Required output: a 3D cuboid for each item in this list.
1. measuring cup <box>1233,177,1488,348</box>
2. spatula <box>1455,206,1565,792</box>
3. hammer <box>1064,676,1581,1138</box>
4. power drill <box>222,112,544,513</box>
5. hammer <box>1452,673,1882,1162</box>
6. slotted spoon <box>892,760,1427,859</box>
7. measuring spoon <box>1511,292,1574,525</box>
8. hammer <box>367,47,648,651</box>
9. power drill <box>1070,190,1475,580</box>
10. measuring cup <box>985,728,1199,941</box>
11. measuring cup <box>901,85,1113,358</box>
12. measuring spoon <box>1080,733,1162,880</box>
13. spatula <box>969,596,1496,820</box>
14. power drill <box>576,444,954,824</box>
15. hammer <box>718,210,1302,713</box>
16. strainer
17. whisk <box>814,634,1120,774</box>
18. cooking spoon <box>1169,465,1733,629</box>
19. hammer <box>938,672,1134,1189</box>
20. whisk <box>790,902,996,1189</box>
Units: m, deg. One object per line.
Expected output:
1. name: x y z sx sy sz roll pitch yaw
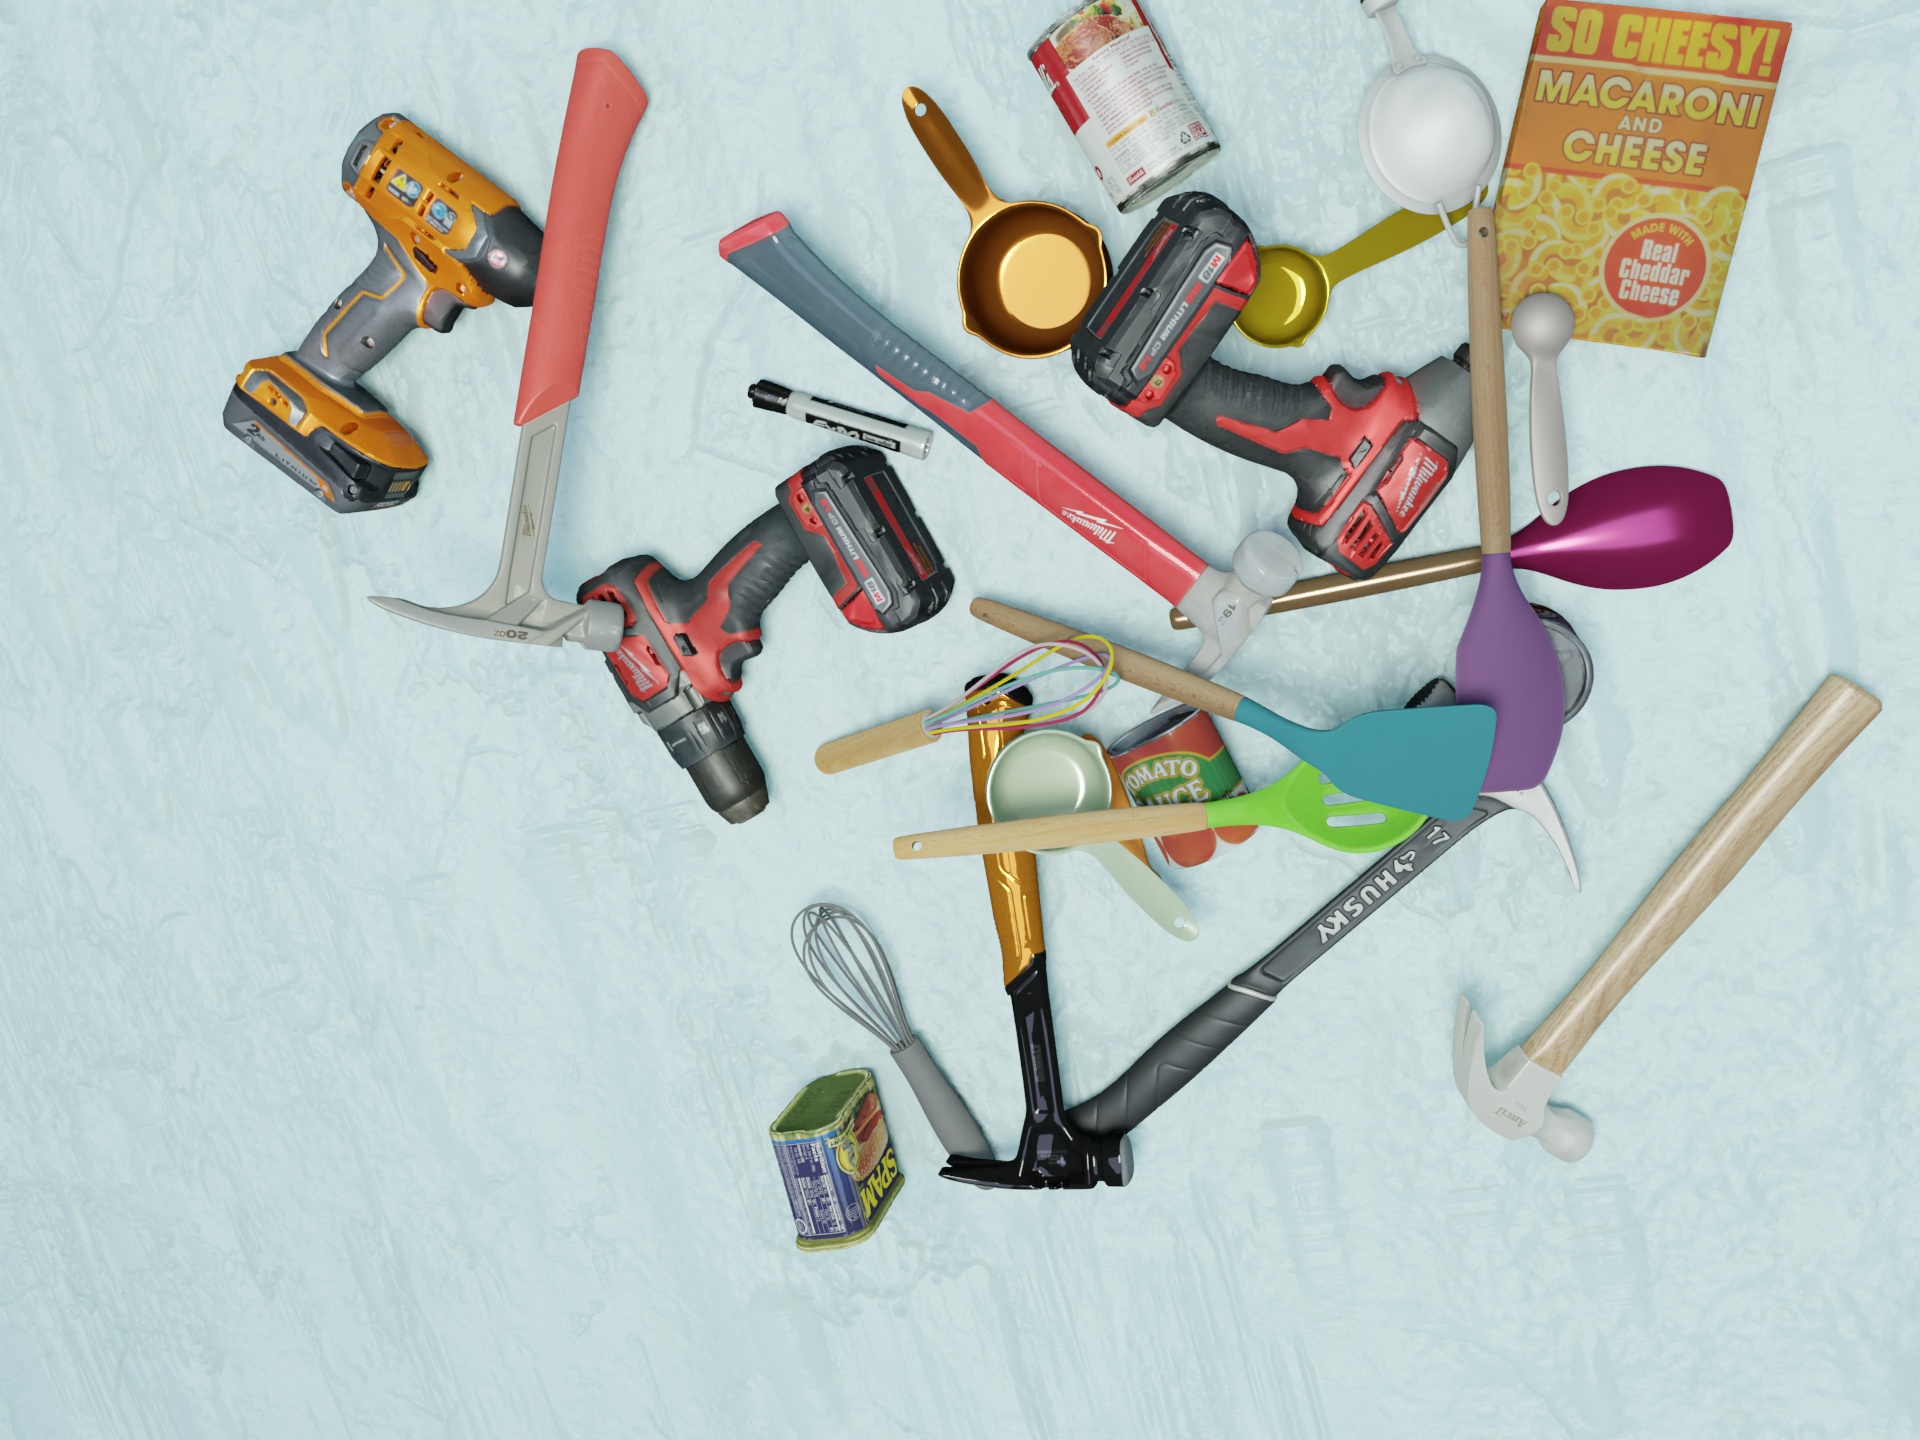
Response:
1. measuring cup: 0.223 -0.264 0.902 0.156 0.029 0.062 -27 104 7
2. spatula: 0.293 -0.117 0.866 0.060 0.018 0.316 -5 96 3
3. hammer: 0.203 0.161 1.006 0.149 0.036 0.409 44 110 -1
4. power drill: -0.354 -0.246 1.019 0.164 0.084 0.226 37 106 2
5. hammer: 0.409 0.113 0.928 0.130 0.031 0.331 28 106 -20
6. slotted spoon: 0.116 0.056 0.927 0.314 0.031 0.070 -7 79 1
7. measuring spoon: 0.316 -0.166 0.848 0.034 0.018 0.124 -7 96 -9
8. hammer: -0.254 -0.226 0.960 0.149 0.037 0.359 9 89 -22
9. power drill: 0.183 -0.186 0.872 0.219 0.079 0.143 30 107 -19
10. measuring cup: 0.084 0.074 0.978 0.083 0.038 0.167 -45 97 -1
11. measuring cup: 0.023 -0.291 0.927 0.095 0.052 0.173 -33 92 19
12. measuring spoon: 0.101 0.063 1.017 0.021 0.011 0.117 -21 98 18
13. spatula: 0.144 -0.020 0.920 0.318 0.044 0.082 23 135 27
14. power drill: -0.118 -0.051 1.011 0.226 0.080 0.188 -27 95 22
15. hammer: 0.011 -0.161 0.943 0.386 0.038 0.143 38 138 4
16. strainer: 0.228 -0.380 0.854 0.087 0.050 0.258 -26 91 -12
17. whisk: -0.001 -0.005 0.978 0.245 0.051 0.047 -18 76 40
18. cooking spoon: 0.279 -0.089 0.930 0.319 0.017 0.069 -10 96 17
19. hammer: 0.031 0.138 1.024 0.127 0.034 0.337 -5 96 16
20. whisk: -0.040 0.223 1.077 0.055 0.055 0.239 -28 100 19
